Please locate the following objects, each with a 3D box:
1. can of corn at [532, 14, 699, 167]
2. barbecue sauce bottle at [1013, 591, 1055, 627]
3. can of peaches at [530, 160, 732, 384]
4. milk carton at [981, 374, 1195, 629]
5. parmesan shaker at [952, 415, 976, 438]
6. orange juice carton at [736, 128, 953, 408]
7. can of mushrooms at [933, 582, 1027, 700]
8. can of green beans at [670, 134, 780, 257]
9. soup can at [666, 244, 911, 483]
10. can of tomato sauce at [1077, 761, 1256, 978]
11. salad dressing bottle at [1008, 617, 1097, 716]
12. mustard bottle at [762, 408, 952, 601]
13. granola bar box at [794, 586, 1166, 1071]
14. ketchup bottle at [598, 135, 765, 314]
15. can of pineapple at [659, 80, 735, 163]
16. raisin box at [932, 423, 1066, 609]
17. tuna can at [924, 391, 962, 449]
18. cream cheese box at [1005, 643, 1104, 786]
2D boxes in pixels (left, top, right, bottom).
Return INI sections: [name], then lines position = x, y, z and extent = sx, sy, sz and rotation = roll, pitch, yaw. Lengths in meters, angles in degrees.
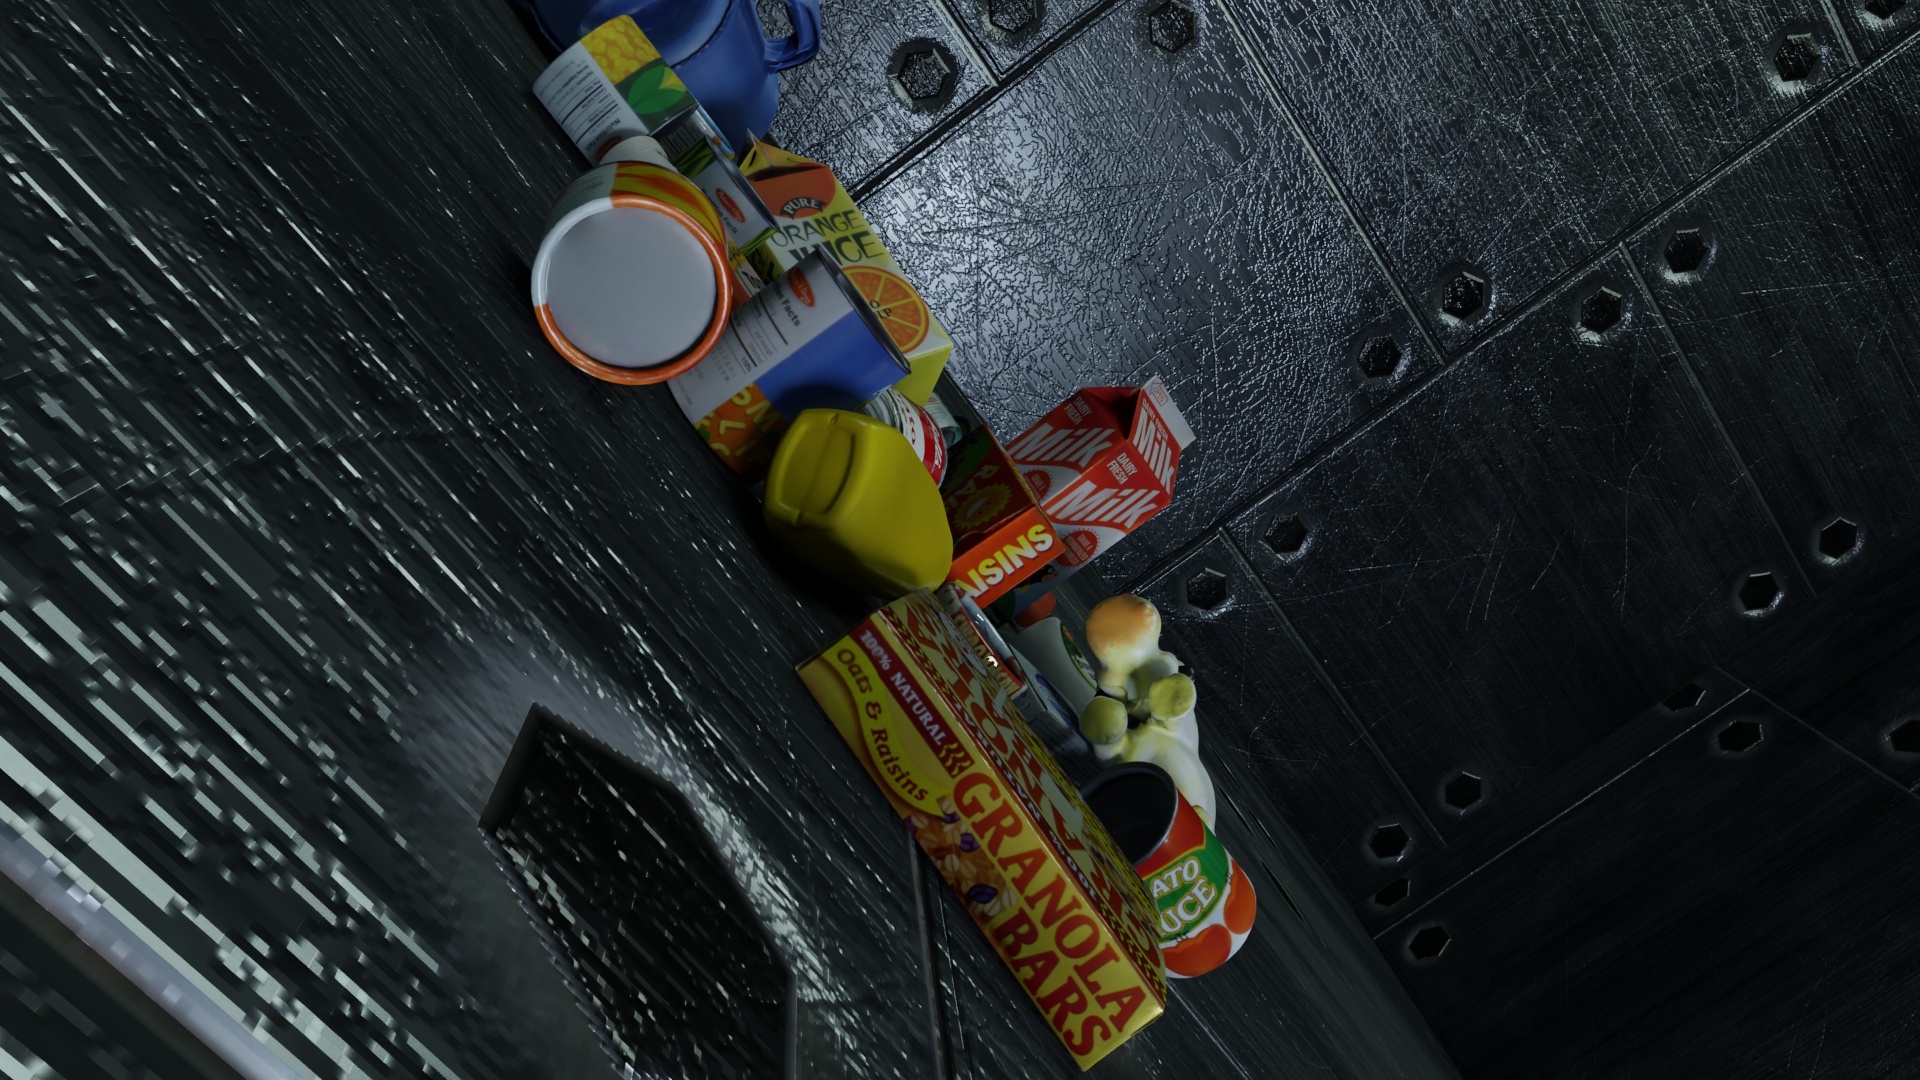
[can of corn]
position = -0.182, -0.236, 0.739
extent = 0.058, 0.071, 0.071
rotation = 52, 6, -15
[barbecue sauce bottle]
position = 0.018, 0.001, 1.055
extent = 0.148, 0.043, 0.065
rotation = 52, 12, -21
[can of peaches]
position = -0.111, -0.093, 0.484
extent = 0.071, 0.071, 0.058
rotation = 51, 7, -26
[milk carton]
position = 0.070, -0.034, 0.945
extent = 0.072, 0.190, 0.074
rotation = 49, 7, -42
[parmesan shaker]
position = 0.011, -0.045, 1.120
extent = 0.103, 0.071, 0.071
rotation = 50, 7, -34
[orange juice carton]
position = -0.092, -0.160, 0.851
extent = 0.193, 0.073, 0.071
rotation = 56, -33, 18
[can of mushrooms]
position = 0.002, 0.056, 0.680
extent = 0.071, 0.033, 0.071
rotation = 54, 6, -7
[can of green beans]
position = -0.144, -0.184, 0.781
extent = 0.071, 0.058, 0.071
rotation = 53, 6, -8
[soup can]
position = -0.072, -0.072, 0.593
extent = 0.071, 0.084, 0.071
rotation = 53, 6, -8
[can of tomato sauce]
position = 0.092, 0.157, 0.654
extent = 0.083, 0.071, 0.071
rotation = 51, 6, -28
[salad dressing bottle]
position = 0.085, 0.120, 0.897
extent = 0.148, 0.044, 0.064
rotation = 56, 2, 20
[mustard bottle]
position = -0.035, -0.004, 0.606
extent = 0.049, 0.065, 0.160
rotation = 14, -14, 19
[granola bar box]
position = 0.013, 0.096, 0.520
extent = 0.165, 0.039, 0.124
rotation = 54, 6, 3
[ketchup bottle]
position = -0.130, -0.136, 0.699
extent = 0.149, 0.043, 0.064
rotation = 54, 6, 11
[can of pineapple]
position = -0.179, -0.242, 0.842
extent = 0.071, 0.058, 0.071
rotation = 53, 6, -7
[raisin box]
position = 0.003, -0.010, 0.803
extent = 0.040, 0.086, 0.124
rotation = 53, 6, -28
[tuna can]
position = -0.035, -0.067, 0.936
extent = 0.033, 0.071, 0.071
rotation = 57, 7, 19
[cream cheese box]
position = 0.050, 0.104, 0.816
extent = 0.103, 0.024, 0.053
rotation = 46, 10, -52
